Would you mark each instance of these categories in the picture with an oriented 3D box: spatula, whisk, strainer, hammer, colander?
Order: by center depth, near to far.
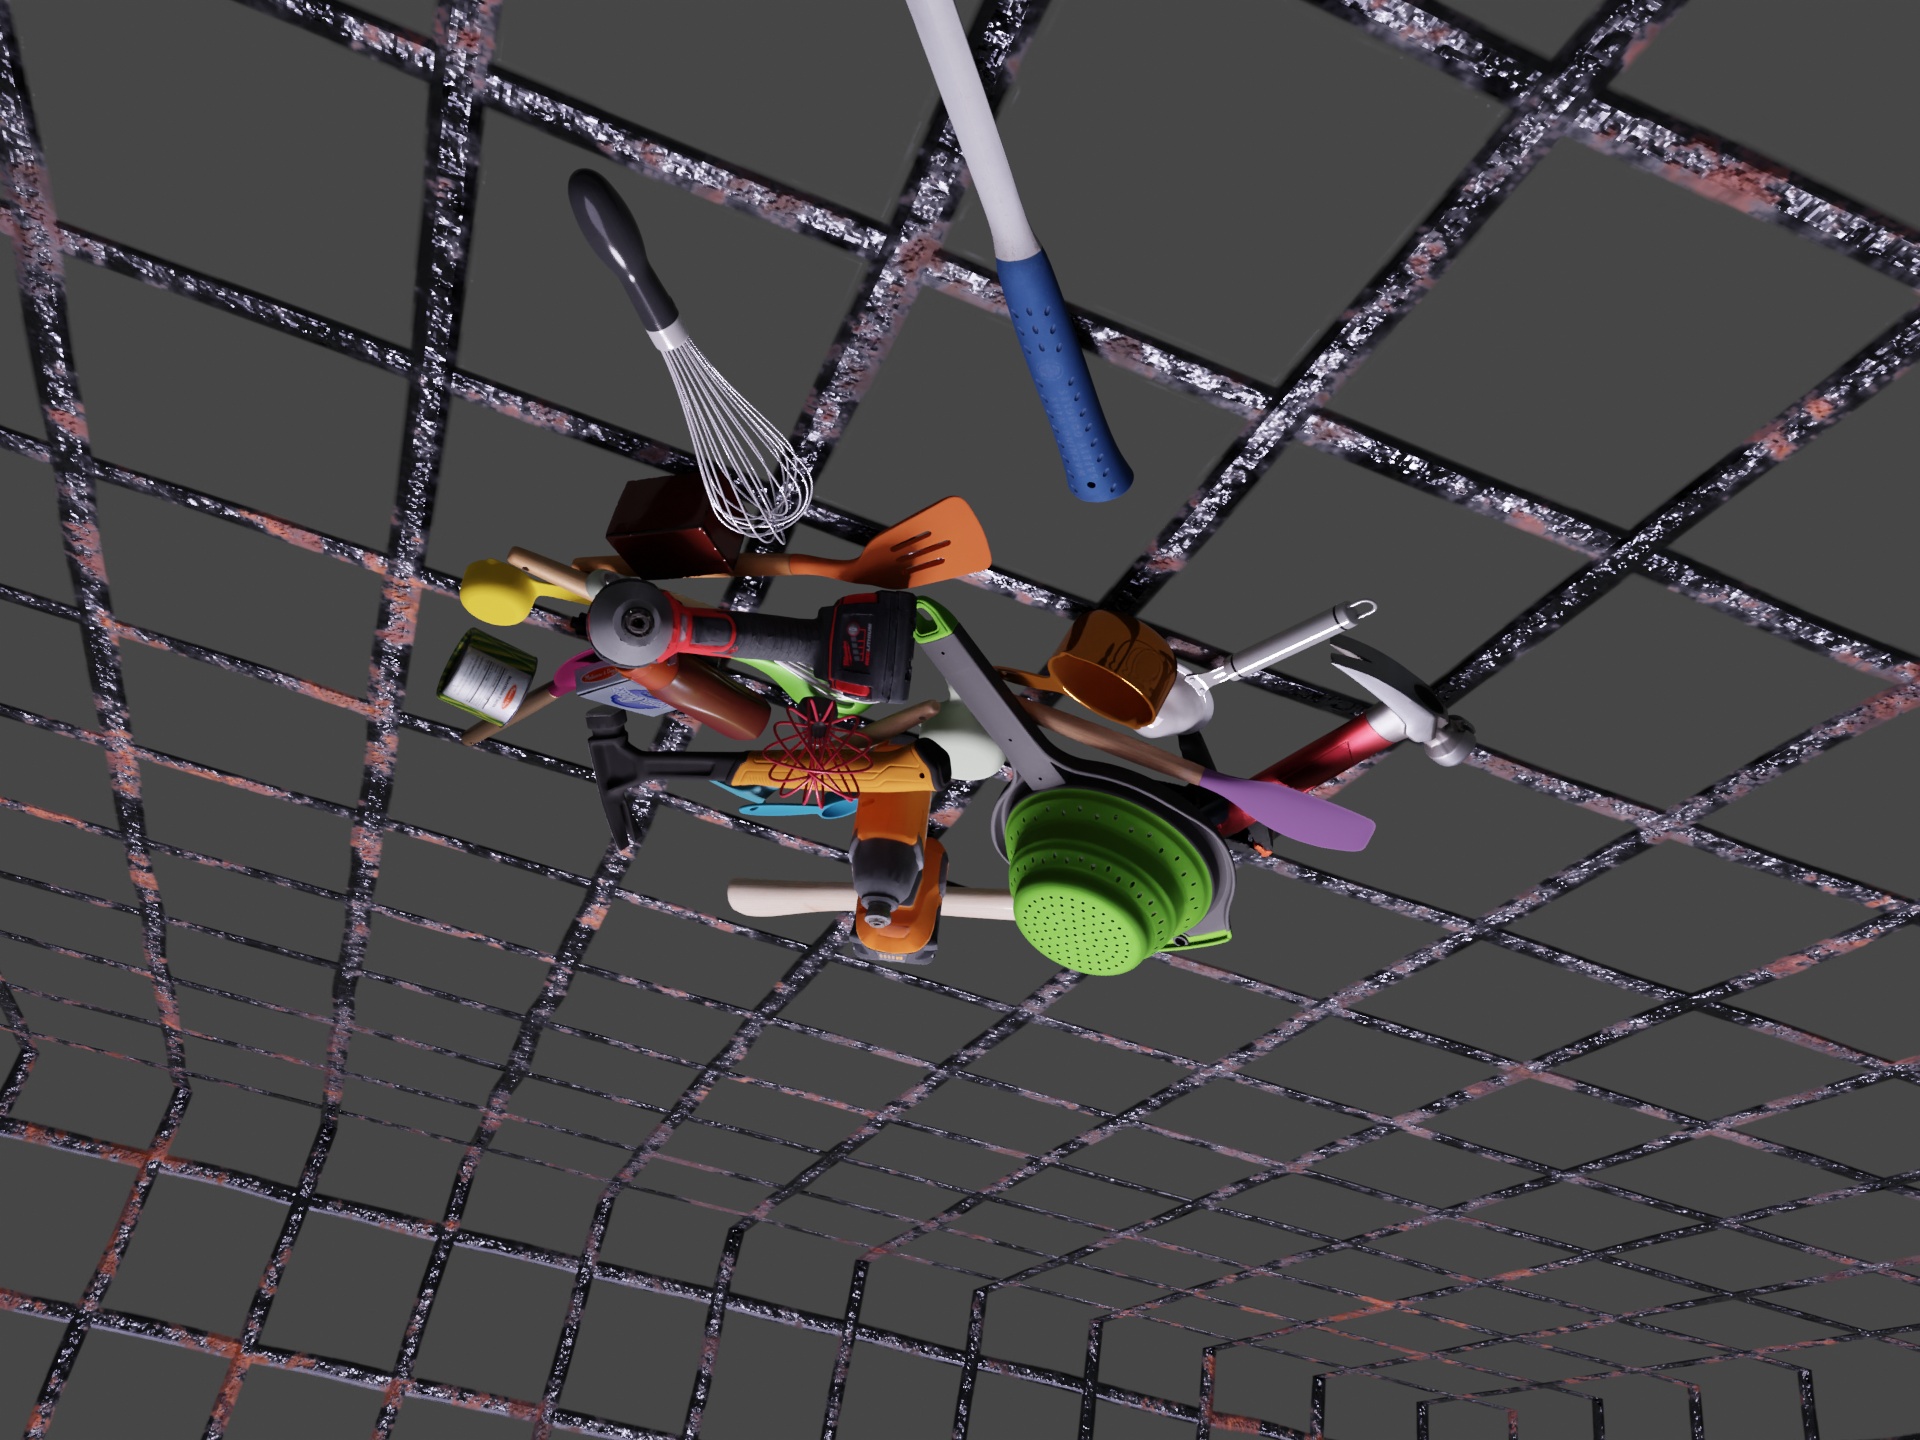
[{"bbox_3d":[0.023,-0.261,0.854,0.144,0.035,0.405,-2,146,19],"label":"hammer"},{"bbox_3d":[-0.165,-0.215,0.974,0.070,0.070,0.284,-3,141,21],"label":"whisk"},{"bbox_3d":[-0.100,0.009,1.111,0.073,0.073,0.296,15,-174,-7],"label":"whisk"},{"bbox_3d":[-0.139,-0.119,1.145,0.323,0.041,0.080,2,149,22],"label":"spatula"},{"bbox_3d":[0.194,-0.036,1.164,0.086,0.050,0.258,44,134,-21],"label":"strainer"},{"bbox_3d":[-0.162,-0.064,1.197,0.246,0.058,0.059,19,140,-17],"label":"whisk"},{"bbox_3d":[0.159,0.035,1.213,0.316,0.018,0.059,21,144,9],"label":"spatula"},{"bbox_3d":[0.061,0.076,1.224,0.204,0.094,0.396,-15,123,41],"label":"colander"},{"bbox_3d":[0.206,0.065,1.262,0.143,0.038,0.386,33,134,-23],"label":"hammer"},{"bbox_3d":[-0.161,0.047,1.318,0.337,0.034,0.127,-1,108,26],"label":"hammer"},{"bbox_3d":[-0.128,0.026,1.353,0.082,0.044,0.317,32,142,-33],"label":"spatula"},{"bbox_3d":[-0.040,0.172,1.568,0.411,0.038,0.146,0,146,17],"label":"hammer"}]

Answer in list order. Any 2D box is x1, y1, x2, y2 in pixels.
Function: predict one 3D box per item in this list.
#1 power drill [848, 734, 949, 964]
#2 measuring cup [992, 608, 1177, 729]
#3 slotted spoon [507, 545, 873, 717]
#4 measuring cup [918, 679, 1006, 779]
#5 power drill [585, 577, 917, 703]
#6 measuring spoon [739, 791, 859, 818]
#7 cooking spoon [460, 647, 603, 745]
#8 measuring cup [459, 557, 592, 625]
[{"bbox_3d":[-0.059,0.135,1.394,0.084,0.164,0.226,5,150,4],"label":"power drill"},{"bbox_3d":[0.087,-0.046,1.179,0.095,0.052,0.174,44,161,-33],"label":"measuring cup"},{"bbox_3d":[-0.200,-0.064,1.227,0.313,0.031,0.070,24,150,-25],"label":"slotted spoon"},{"bbox_3d":[-0.002,-0.004,1.270,0.083,0.038,0.167,5,149,10],"label":"measuring cup"},{"bbox_3d":[-0.148,-0.060,1.106,0.219,0.078,0.143,5,-179,-15],"label":"power drill"},{"bbox_3d":[-0.142,0.070,1.409,0.128,0.021,0.042,2,151,-40],"label":"measuring spoon"},{"bbox_3d":[-0.354,-0.021,1.345,0.068,0.017,0.319,2,165,-40],"label":"cooking spoon"},{"bbox_3d":[-0.313,-0.089,1.234,0.156,0.029,0.062,9,149,5],"label":"measuring cup"}]
